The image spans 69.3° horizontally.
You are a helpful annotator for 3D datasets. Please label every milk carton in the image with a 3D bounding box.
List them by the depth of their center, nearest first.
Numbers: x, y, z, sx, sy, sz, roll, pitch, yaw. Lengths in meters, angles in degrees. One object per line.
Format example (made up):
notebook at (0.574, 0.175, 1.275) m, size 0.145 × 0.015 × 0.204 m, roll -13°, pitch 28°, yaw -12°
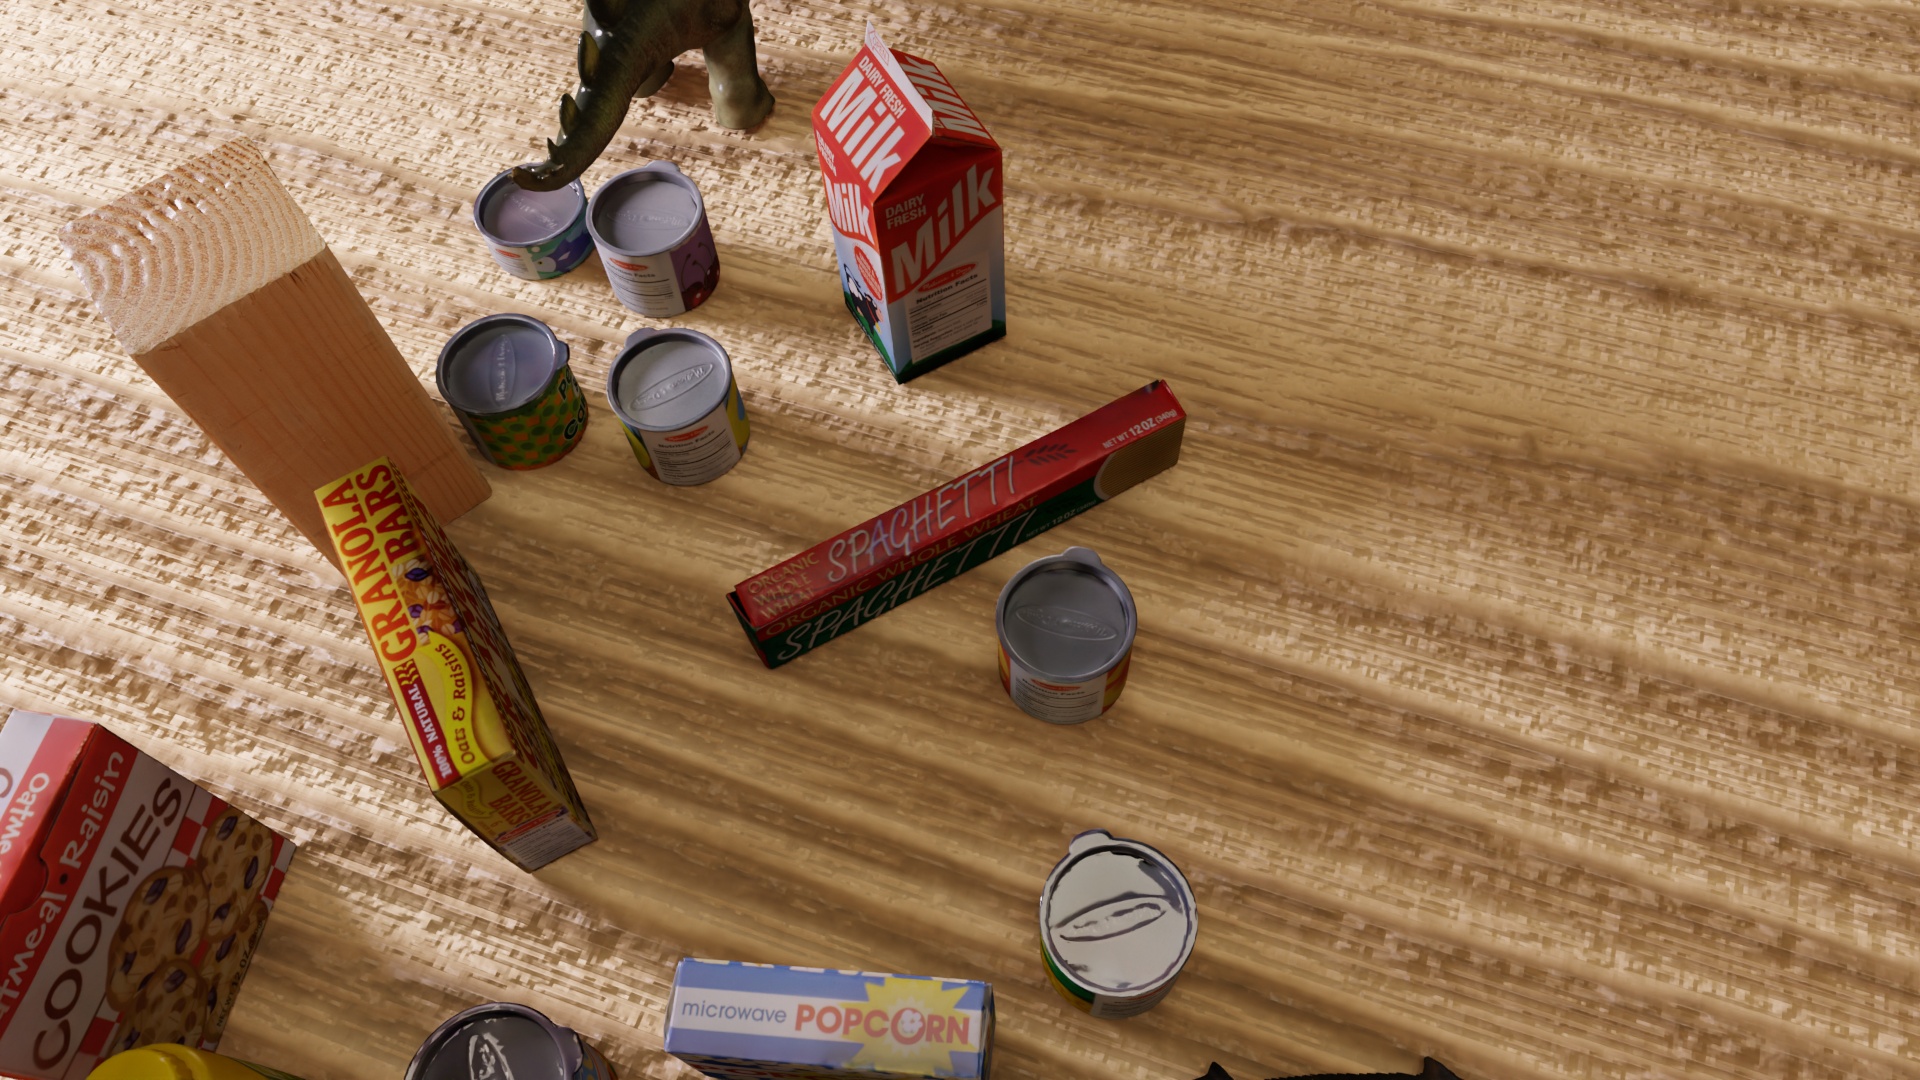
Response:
milk carton at (-0.025, -0.174, 0.723) m, size 0.073 × 0.189 × 0.072 m, roll -26°, pitch 63°, yaw -11°

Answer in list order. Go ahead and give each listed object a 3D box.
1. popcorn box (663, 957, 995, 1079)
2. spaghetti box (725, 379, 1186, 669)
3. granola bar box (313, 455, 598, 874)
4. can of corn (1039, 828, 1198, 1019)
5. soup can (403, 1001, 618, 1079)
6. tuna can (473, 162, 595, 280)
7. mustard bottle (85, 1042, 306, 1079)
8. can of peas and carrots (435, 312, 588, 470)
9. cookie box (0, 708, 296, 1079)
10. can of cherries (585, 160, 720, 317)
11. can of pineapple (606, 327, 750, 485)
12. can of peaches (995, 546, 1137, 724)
popcorn box at (-0.050, 0.204, 0.575) m, size 0.127 × 0.085 × 0.038 m, roll 3°, pitch 62°, yaw 4°
spaghetti box at (0.003, -0.009, 0.710) m, size 0.251 × 0.050 × 0.029 m, roll -27°, pitch 63°, yaw -12°
granola bar box at (-0.232, 0.060, 0.640) m, size 0.039 × 0.123 × 0.166 m, roll -28°, pitch 64°, yaw -12°
can of corn at (0.066, 0.168, 0.605) m, size 0.071 × 0.058 × 0.071 m, roll -1°, pitch 61°, yaw 2°
soup can at (-0.177, 0.229, 0.567) m, size 0.071 × 0.083 × 0.071 m, roll -1°, pitch 61°, yaw 2°
tuna can at (-0.252, -0.193, 0.833) m, size 0.071 × 0.032 × 0.071 m, roll -1°, pitch 61°, yaw 2°
mustard bottle at (-0.291, 0.222, 0.532) m, size 0.065 × 0.159 × 0.049 m, roll 11°, pitch 63°, yaw 9°
can of peas and carrots at (-0.240, -0.081, 0.755) m, size 0.071 × 0.058 × 0.071 m, roll -1°, pitch 61°, yaw 2°
cookie box at (-0.348, 0.157, 0.566) m, size 0.040 × 0.166 × 0.123 m, roll 7°, pitch 62°, yaw 7°
can of cherries at (-0.175, -0.174, 0.805) m, size 0.071 × 0.058 × 0.072 m, roll -1°, pitch 61°, yaw 2°
can of pineapple at (-0.151, -0.073, 0.748) m, size 0.071 × 0.057 × 0.071 m, roll -1°, pitch 61°, yaw 2°
can of peaches at (0.051, 0.047, 0.673) m, size 0.071 × 0.057 × 0.071 m, roll -1°, pitch 61°, yaw 2°
